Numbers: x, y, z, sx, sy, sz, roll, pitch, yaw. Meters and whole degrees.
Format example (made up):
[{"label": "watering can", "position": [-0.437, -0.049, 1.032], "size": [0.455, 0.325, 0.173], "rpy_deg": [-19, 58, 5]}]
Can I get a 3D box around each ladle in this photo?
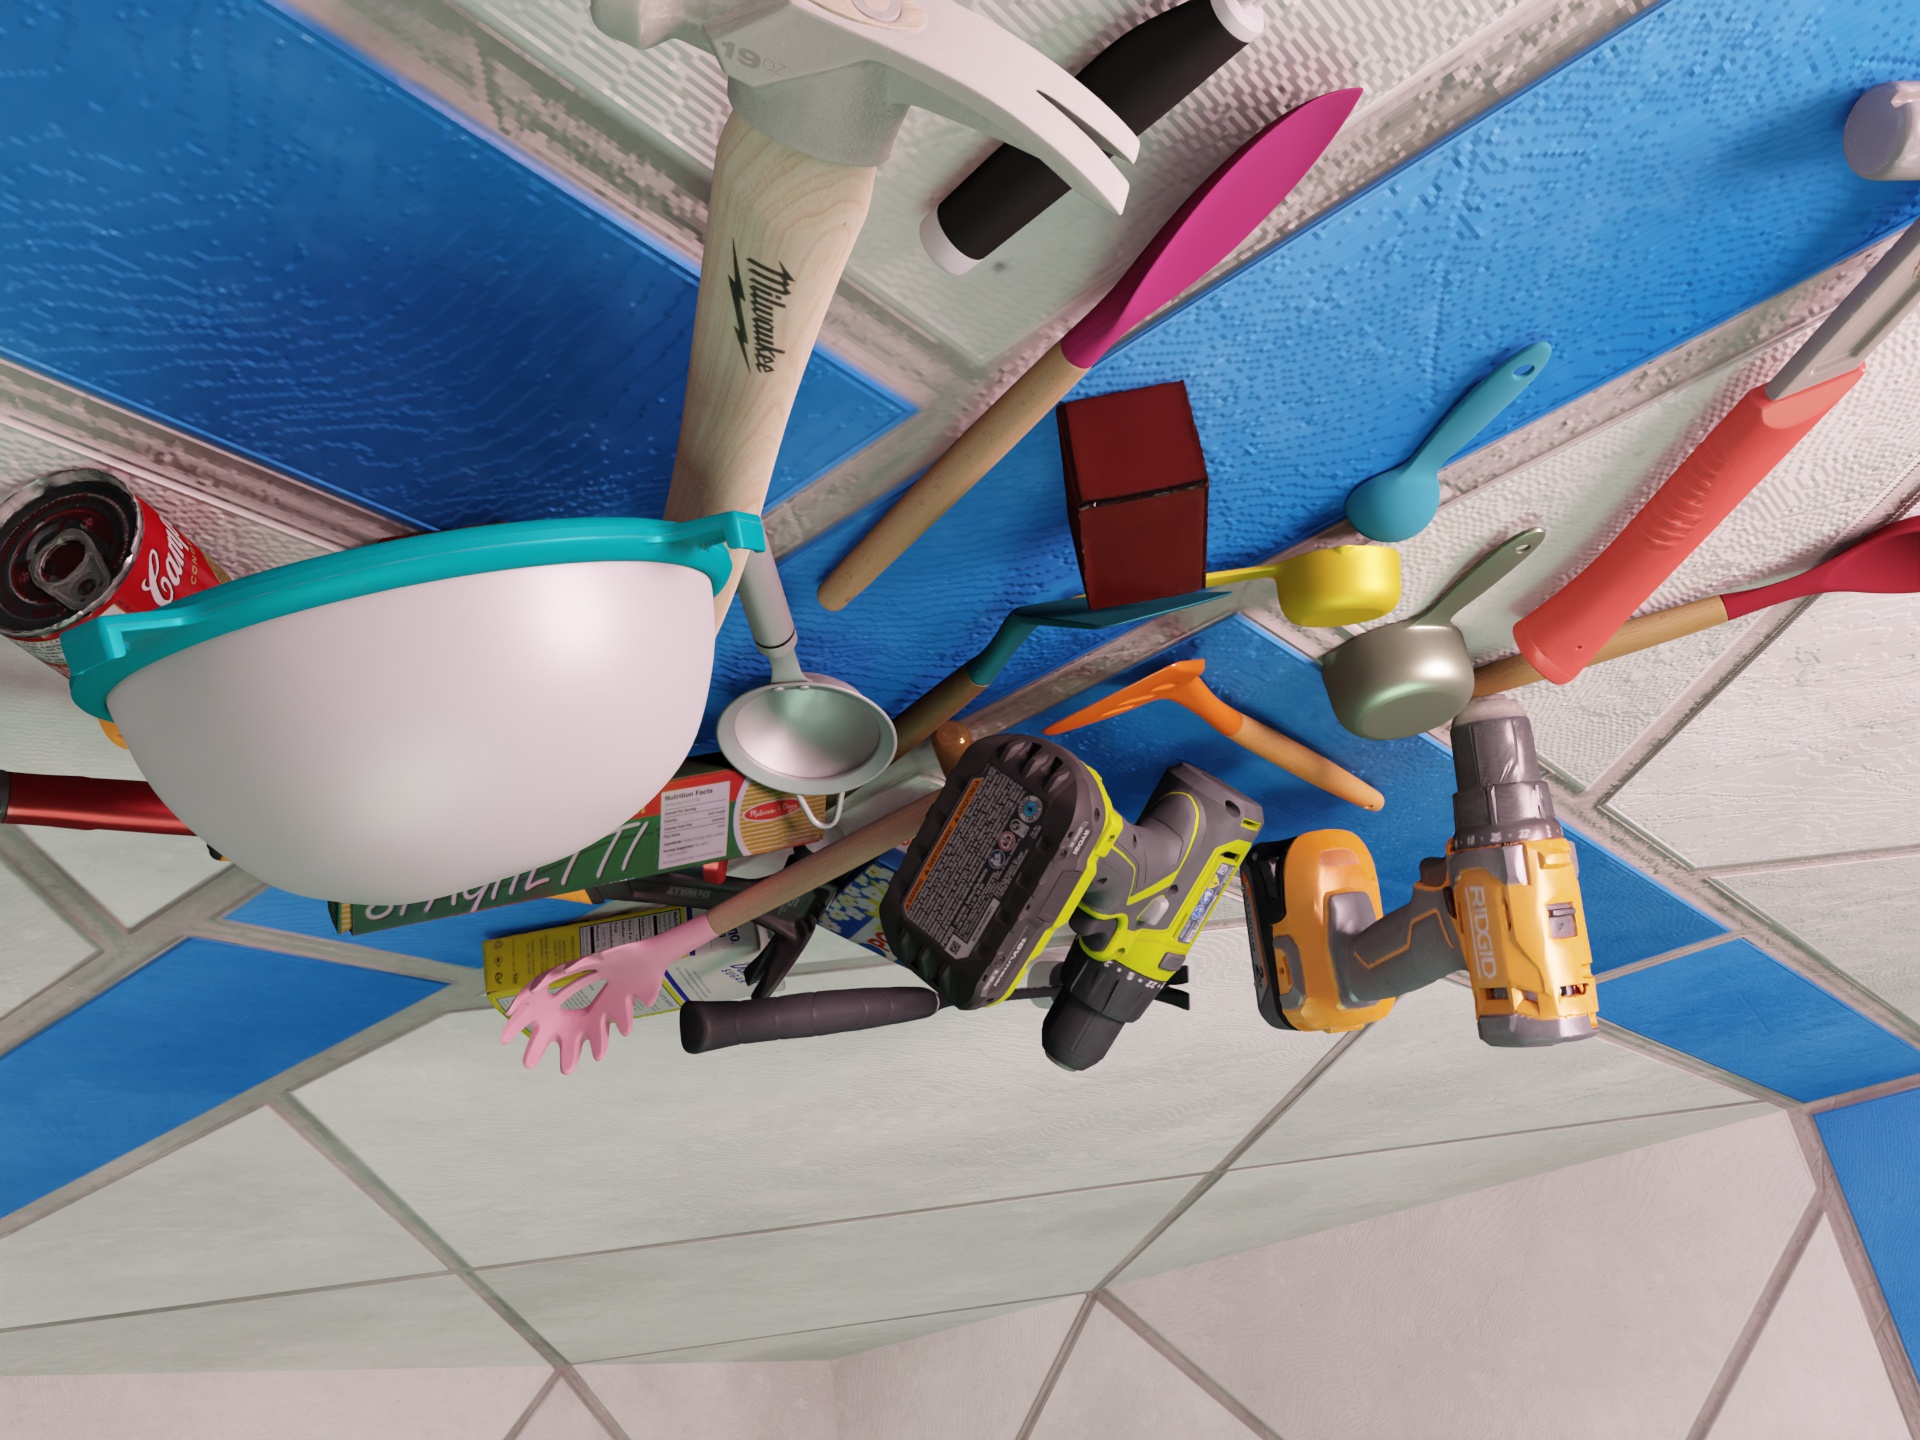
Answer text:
[{"label": "ladle", "position": [0.375, -0.049, 0.837], "size": [0.315, 0.031, 0.069], "rpy_deg": [-18, 149, 20]}]

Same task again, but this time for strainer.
[{"label": "strainer", "position": [-0.080, -0.035, 0.710], "size": [0.087, 0.050, 0.258], "rpy_deg": [-3, 147, 4]}, {"label": "strainer", "position": [-0.192, 0.021, 0.588], "size": [0.211, 0.095, 0.340], "rpy_deg": [-13, 174, -23]}]

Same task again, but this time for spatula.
[{"label": "spatula", "position": [0.163, 0.016, 0.880], "size": [0.081, 0.041, 0.322], "rpy_deg": [-28, 148, 30]}, {"label": "spatula", "position": [-0.001, -0.002, 0.778], "size": [0.082, 0.044, 0.317], "rpy_deg": [-17, 167, -40]}]

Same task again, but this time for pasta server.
[{"label": "pasta server", "position": [-0.111, 0.102, 0.861], "size": [0.316, 0.040, 0.060], "rpy_deg": [-28, 118, 11]}]

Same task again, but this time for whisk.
[{"label": "whisk", "position": [0.013, 0.067, 0.935], "size": [0.051, 0.047, 0.244], "rpy_deg": [-11, 148, 6]}]

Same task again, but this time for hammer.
[{"label": "hammer", "position": [-0.011, 0.181, 1.019], "size": [0.149, 0.036, 0.408], "rpy_deg": [-8, 171, 42]}, {"label": "hammer", "position": [-0.078, -0.084, 0.571], "size": [0.146, 0.038, 0.410], "rpy_deg": [21, 147, -8]}, {"label": "hammer", "position": [-0.231, 0.088, 0.871], "size": [0.336, 0.034, 0.127], "rpy_deg": [13, 121, -30]}, {"label": "hammer", "position": [0.348, -0.121, 0.682], "size": [0.149, 0.037, 0.358], "rpy_deg": [-3, 151, -12]}, {"label": "hammer", "position": [-0.287, 0.047, 0.759], "size": [0.386, 0.038, 0.143], "rpy_deg": [8, 179, -38]}]

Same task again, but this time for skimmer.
[{"label": "skimmer", "position": [0.134, -0.198, 0.411], "size": [0.363, 0.090, 0.127], "rpy_deg": [-29, 178, 37]}]

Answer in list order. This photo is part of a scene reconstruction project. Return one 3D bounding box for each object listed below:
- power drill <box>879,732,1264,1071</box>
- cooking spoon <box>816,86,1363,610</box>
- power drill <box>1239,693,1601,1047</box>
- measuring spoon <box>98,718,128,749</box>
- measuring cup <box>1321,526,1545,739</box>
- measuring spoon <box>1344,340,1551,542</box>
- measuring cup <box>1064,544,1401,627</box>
[{"label": "power drill", "position": [0.061, 0.104, 0.863], "size": [0.228, 0.080, 0.190], "rpy_deg": [20, 102, -54]}, {"label": "cooking spoon", "position": [0.027, -0.122, 0.591], "size": [0.069, 0.017, 0.319], "rpy_deg": [-31, 175, -44]}, {"label": "power drill", "position": [0.257, 0.092, 0.912], "size": [0.084, 0.185, 0.226], "rpy_deg": [-2, 171, -27]}, {"label": "measuring spoon", "position": [-0.369, -0.013, 0.691], "size": [0.021, 0.011, 0.116], "rpy_deg": [1, 151, -19]}, {"label": "measuring cup", "position": [0.246, -0.038, 0.802], "size": [0.083, 0.038, 0.167], "rpy_deg": [1, 153, -19]}, {"label": "measuring spoon", "position": [0.208, -0.111, 0.670], "size": [0.042, 0.021, 0.128], "rpy_deg": [2, 152, -21]}, {"label": "measuring cup", "position": [0.126, -0.054, 0.737], "size": [0.156, 0.029, 0.062], "rpy_deg": [-8, 171, 5]}]
